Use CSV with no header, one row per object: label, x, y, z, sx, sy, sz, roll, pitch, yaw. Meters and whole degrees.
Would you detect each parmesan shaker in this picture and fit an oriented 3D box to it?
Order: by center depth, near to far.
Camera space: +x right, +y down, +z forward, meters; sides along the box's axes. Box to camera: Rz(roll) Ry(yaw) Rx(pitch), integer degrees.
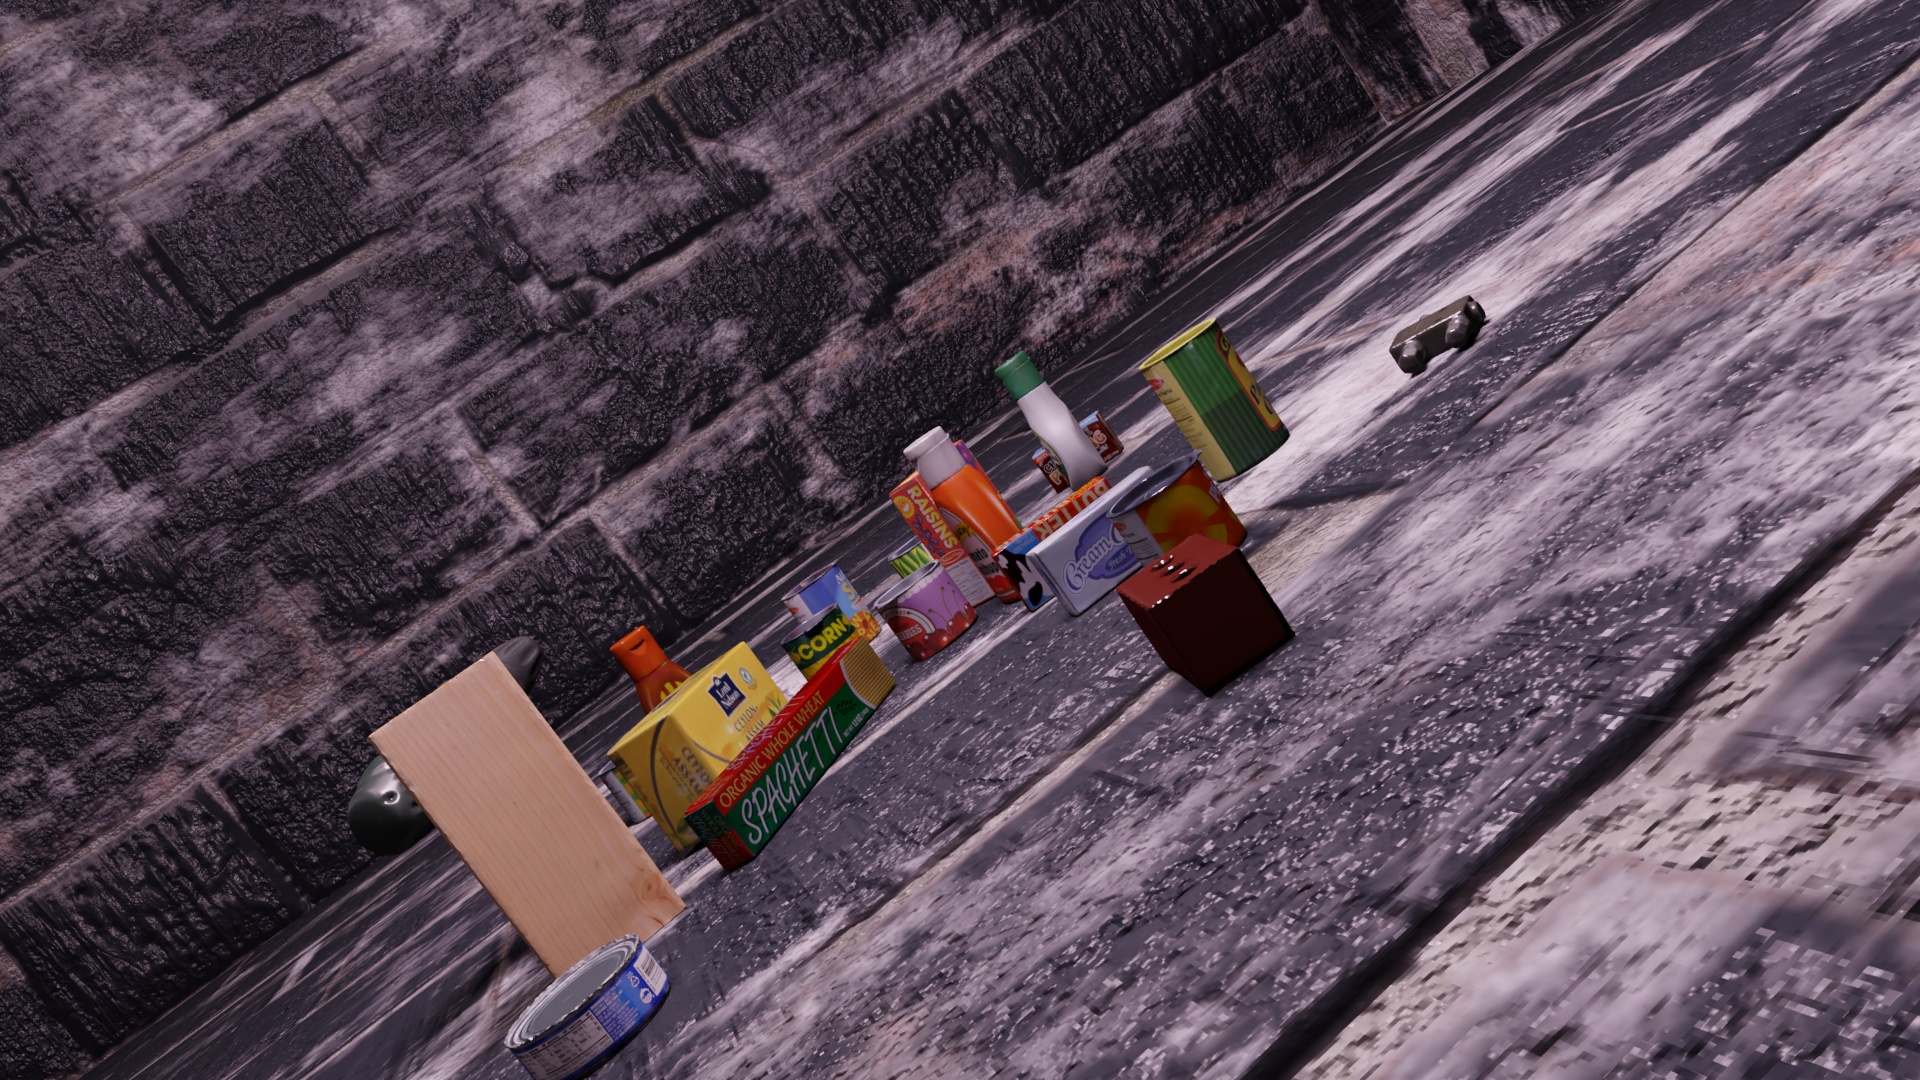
parmesan shaker,0.188,-0.104,1.027,0.071,0.103,0.071,-35,7,5

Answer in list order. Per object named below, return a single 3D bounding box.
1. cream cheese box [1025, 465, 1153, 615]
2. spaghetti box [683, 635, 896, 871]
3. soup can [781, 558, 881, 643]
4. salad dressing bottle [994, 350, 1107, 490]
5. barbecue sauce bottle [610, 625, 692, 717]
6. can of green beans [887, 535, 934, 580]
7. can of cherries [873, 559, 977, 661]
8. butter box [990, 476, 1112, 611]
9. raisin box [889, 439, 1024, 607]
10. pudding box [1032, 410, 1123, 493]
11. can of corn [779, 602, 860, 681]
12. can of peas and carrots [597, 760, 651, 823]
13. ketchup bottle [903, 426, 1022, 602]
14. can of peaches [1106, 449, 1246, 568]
cream cheese box,0.101,0.000,0.945,0.104,0.053,0.024,-37,7,-12
spaghetti box,-0.115,0.145,1.000,0.028,0.050,0.251,-31,8,29
soup can,-0.126,0.072,1.389,0.071,0.083,0.071,-35,7,5
salad dressing bottle,0.091,-0.122,1.407,0.044,0.147,0.064,-35,7,5
barbecue sauce bottle,-0.252,0.145,1.232,0.065,0.148,0.043,-38,8,-24
can of green beans,-0.028,0.023,1.364,0.071,0.058,0.071,-35,7,5
can of cherries,-0.030,0.059,1.138,0.071,0.058,0.071,-35,7,5
butter box,0.079,0.002,1.038,0.103,0.053,0.024,-36,7,-5
raisin box,0.004,-0.015,1.204,0.040,0.123,0.086,-29,9,40
pudding box,0.123,-0.094,1.464,0.083,0.049,0.030,-33,7,18
can of corn,-0.126,0.101,1.301,0.071,0.058,0.071,-35,7,5
can of peas and carrots,-0.291,0.218,1.292,0.071,0.058,0.071,-35,7,5
ketchup bottle,0.012,-0.021,1.109,0.044,0.148,0.064,-38,7,-19
can of peaches,0.135,-0.012,0.855,0.071,0.058,0.071,-35,7,5
